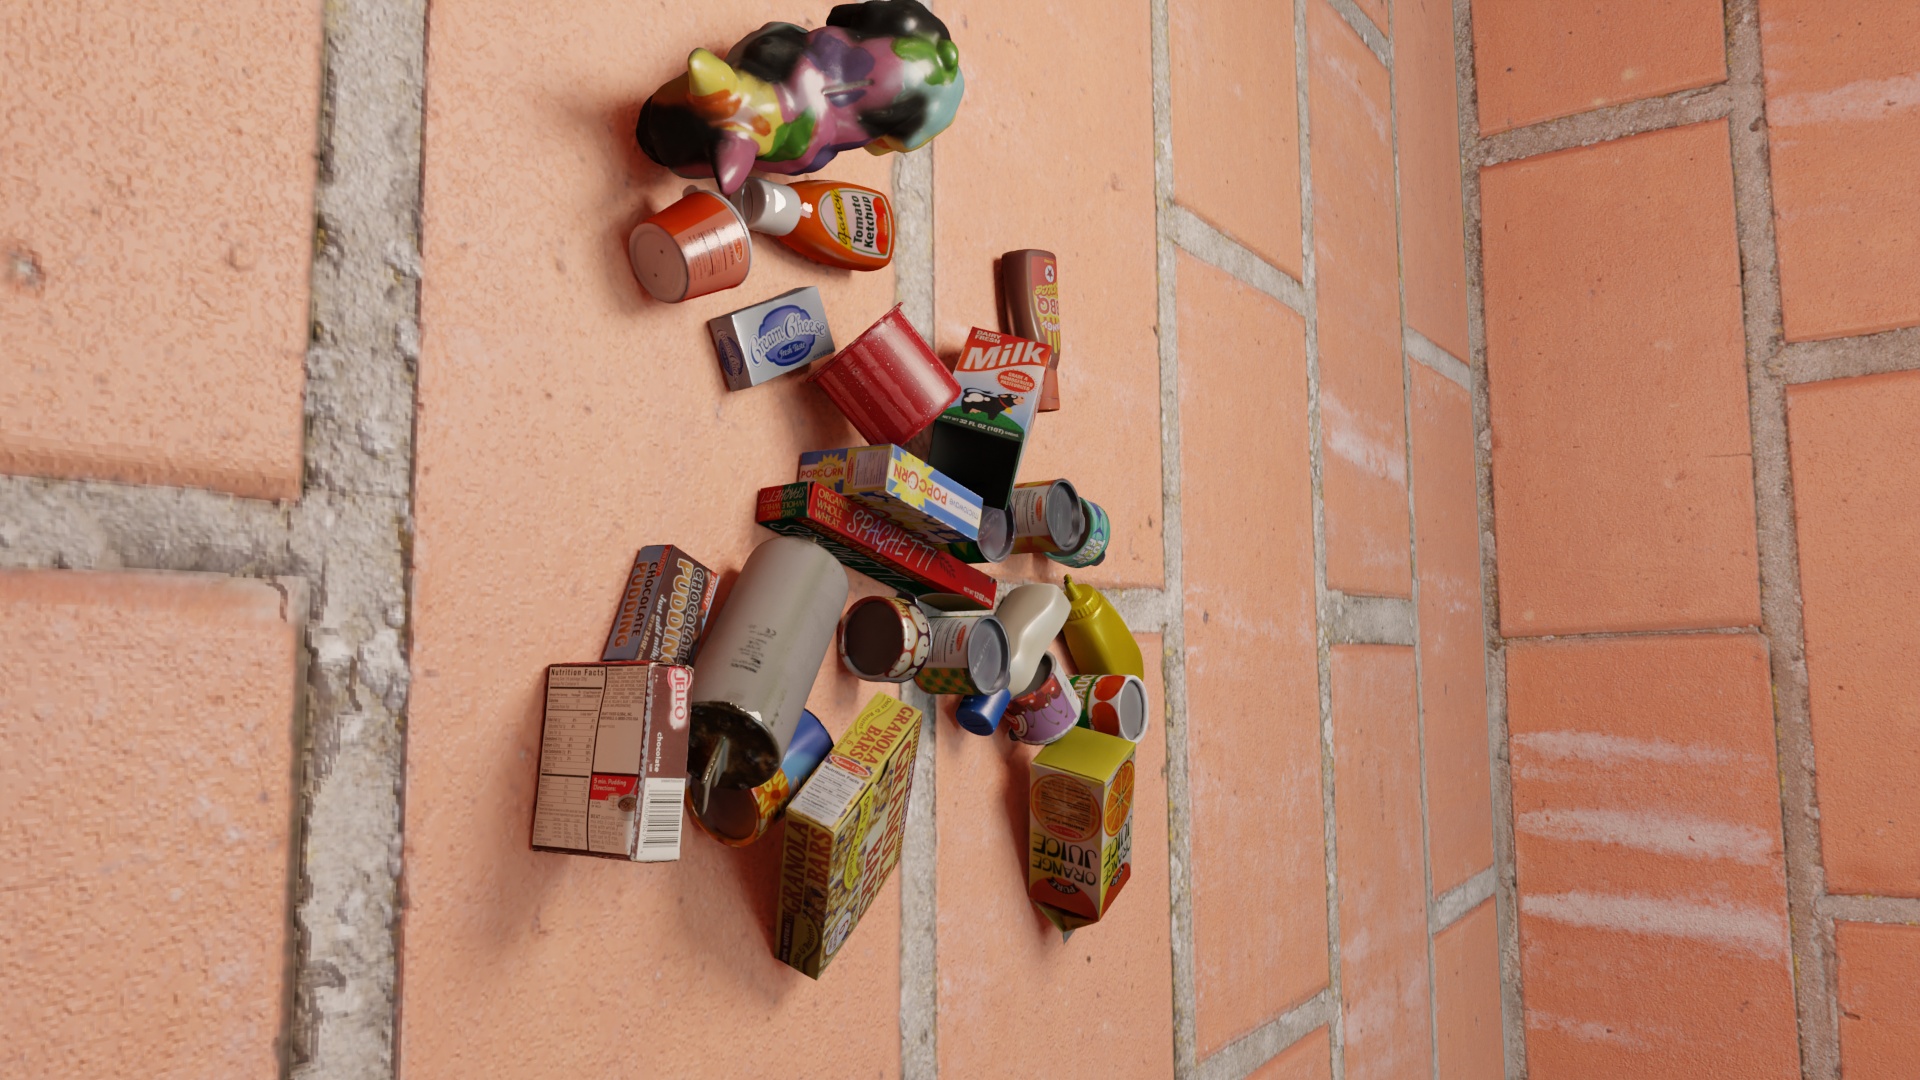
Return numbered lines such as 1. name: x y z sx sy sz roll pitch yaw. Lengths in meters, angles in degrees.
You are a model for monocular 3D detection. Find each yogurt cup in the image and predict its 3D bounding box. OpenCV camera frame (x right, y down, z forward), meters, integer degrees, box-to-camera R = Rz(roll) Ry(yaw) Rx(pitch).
1. yogurt cup: -0.178 -0.188 0.904 0.054 0.072 0.072 -38 118 -43

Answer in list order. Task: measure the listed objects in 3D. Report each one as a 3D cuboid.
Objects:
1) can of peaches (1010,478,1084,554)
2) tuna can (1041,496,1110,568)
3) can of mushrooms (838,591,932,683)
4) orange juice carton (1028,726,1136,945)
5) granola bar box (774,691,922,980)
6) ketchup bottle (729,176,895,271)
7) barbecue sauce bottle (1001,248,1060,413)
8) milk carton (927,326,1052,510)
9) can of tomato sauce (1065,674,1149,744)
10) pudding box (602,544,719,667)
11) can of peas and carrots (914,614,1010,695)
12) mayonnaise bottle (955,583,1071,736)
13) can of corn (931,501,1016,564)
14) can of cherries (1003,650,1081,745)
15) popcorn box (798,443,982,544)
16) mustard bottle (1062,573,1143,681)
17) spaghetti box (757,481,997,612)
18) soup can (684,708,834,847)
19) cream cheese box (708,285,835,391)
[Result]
1. can of peaches: 0.071 -0.021 1.265 0.071 0.058 0.071 11 76 -56
2. tuna can: 0.106 -0.007 1.305 0.033 0.071 0.071 21 69 -53
3. can of mushrooms: -0.057 0.072 1.050 0.033 0.071 0.071 10 78 -55
4. orange juice carton: 0.109 0.270 1.251 0.072 0.073 0.191 -38 133 -52
5. granola bar box: -0.077 0.205 0.961 0.125 0.039 0.164 -51 157 -47
6. ketchup bottle: -0.109 -0.239 1.032 0.149 0.043 0.064 -4 90 -56
7. barbecue sauce bottle: 0.069 -0.194 1.295 0.065 0.043 0.148 -5 91 -58
8. milk carton: 0.027 -0.115 1.156 0.192 0.072 0.073 -70 174 -50
9. can of tomato sauce: 0.125 0.157 1.301 0.071 0.083 0.071 9 79 -56
10. pudding box: -0.190 0.050 0.885 0.049 0.030 0.084 44 52 -47
11. can of peas and carrots: 0.001 0.096 1.144 0.071 0.058 0.071 8 80 -56
12. mayonnaise bottle: 0.042 0.102 1.205 0.041 0.064 0.149 53 48 -27
13. can of corn: 0.004 -0.015 1.161 0.071 0.058 0.071 9 79 -56
14. can of cherries: 0.064 0.139 1.229 0.058 0.071 0.072 61 41 -32
15. popcorn box: -0.052 -0.032 1.054 0.126 0.085 0.038 29 64 -52
16. mustard bottle: 0.130 0.089 1.349 0.159 0.049 0.066 61 40 -31
17. spaghetti box: -0.058 0.009 1.072 0.250 0.050 0.029 29 62 -51
18. soup can: -0.132 0.158 0.926 0.084 0.071 0.071 -35 115 -52
19. cream cheese box: -0.134 -0.147 0.999 0.104 0.024 0.053 -36 114 -53
